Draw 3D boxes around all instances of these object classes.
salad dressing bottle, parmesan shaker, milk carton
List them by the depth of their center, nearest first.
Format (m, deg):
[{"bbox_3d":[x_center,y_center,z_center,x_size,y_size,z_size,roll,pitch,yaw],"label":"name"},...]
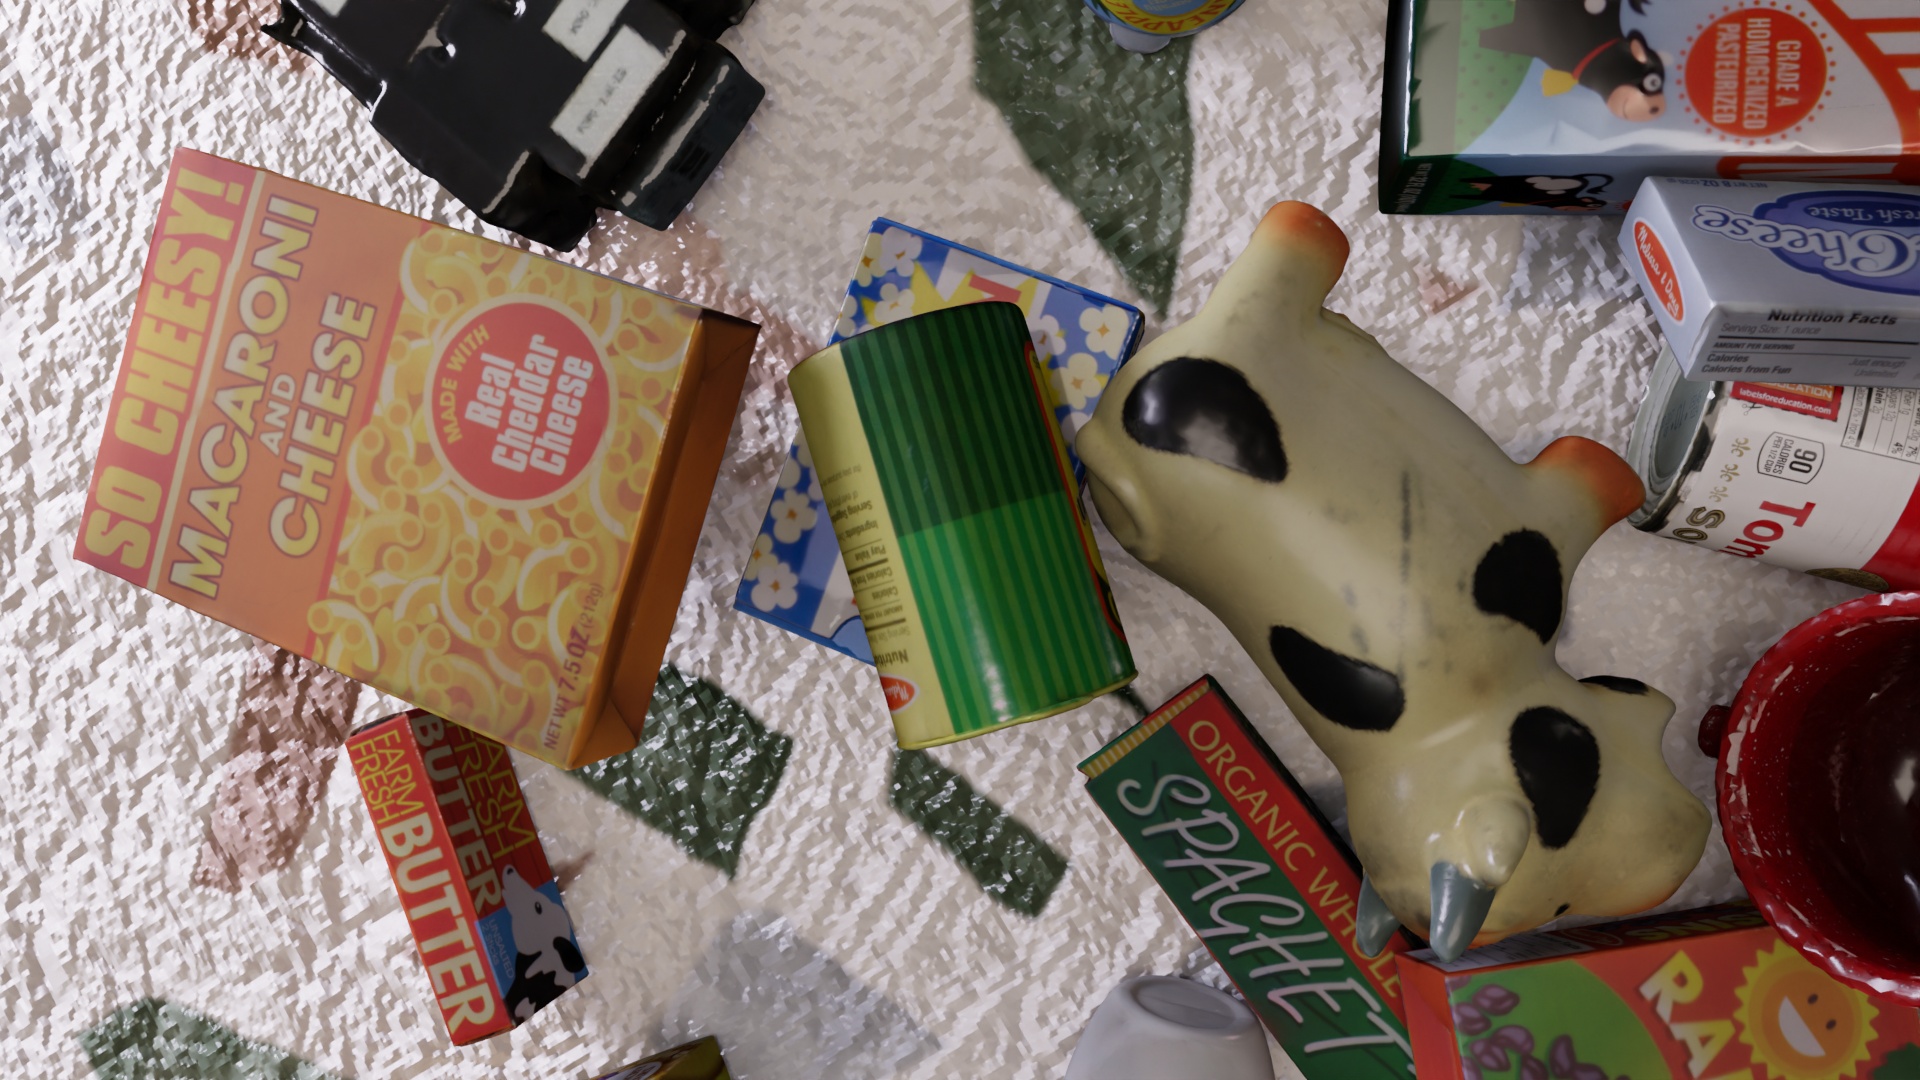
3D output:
[{"bbox_3d":[0.212,-0.126,0.360,0.190,0.072,0.073,3,92,11],"label":"milk carton"},{"bbox_3d":[0.001,-0.005,0.364,0.071,0.071,0.103,-17,88,11],"label":"parmesan shaker"},{"bbox_3d":[0.055,0.208,0.413,0.064,0.044,0.147,10,94,10],"label":"salad dressing bottle"}]

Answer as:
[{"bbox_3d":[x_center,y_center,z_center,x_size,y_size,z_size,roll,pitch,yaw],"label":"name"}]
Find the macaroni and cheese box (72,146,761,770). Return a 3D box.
[{"bbox_3d":[-0.152,-0.025,0.382,0.166,0.040,0.123,19,96,15],"label":"macaroni and cheese box"}]

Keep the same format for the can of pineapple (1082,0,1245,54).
[{"bbox_3d":[0.059,-0.183,0.396,0.071,0.058,0.071,0,92,11],"label":"can of pineapple"}]

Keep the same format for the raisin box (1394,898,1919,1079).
[{"bbox_3d":[0.187,0.146,0.367,0.123,0.040,0.086,-7,80,-4],"label":"raisin box"}]

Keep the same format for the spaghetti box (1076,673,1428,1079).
[{"bbox_3d":[0.129,0.151,0.403,0.050,0.029,0.250,-38,84,9],"label":"spaghetti box"}]

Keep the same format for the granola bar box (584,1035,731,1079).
[{"bbox_3d":[-0.147,0.203,0.389,0.124,0.165,0.039,-25,85,11],"label":"granola bar box"}]

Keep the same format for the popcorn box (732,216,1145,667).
[{"bbox_3d":[-0.005,-0.024,0.422,0.085,0.038,0.126,21,95,9],"label":"popcorn box"}]

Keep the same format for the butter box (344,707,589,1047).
[{"bbox_3d":[-0.157,0.103,0.446,0.024,0.053,0.103,-22,87,9],"label":"butter box"}]

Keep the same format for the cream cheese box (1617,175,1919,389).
[{"bbox_3d":[0.218,-0.061,0.331,0.104,0.024,0.054,2,49,1],"label":"cream cheese box"}]
